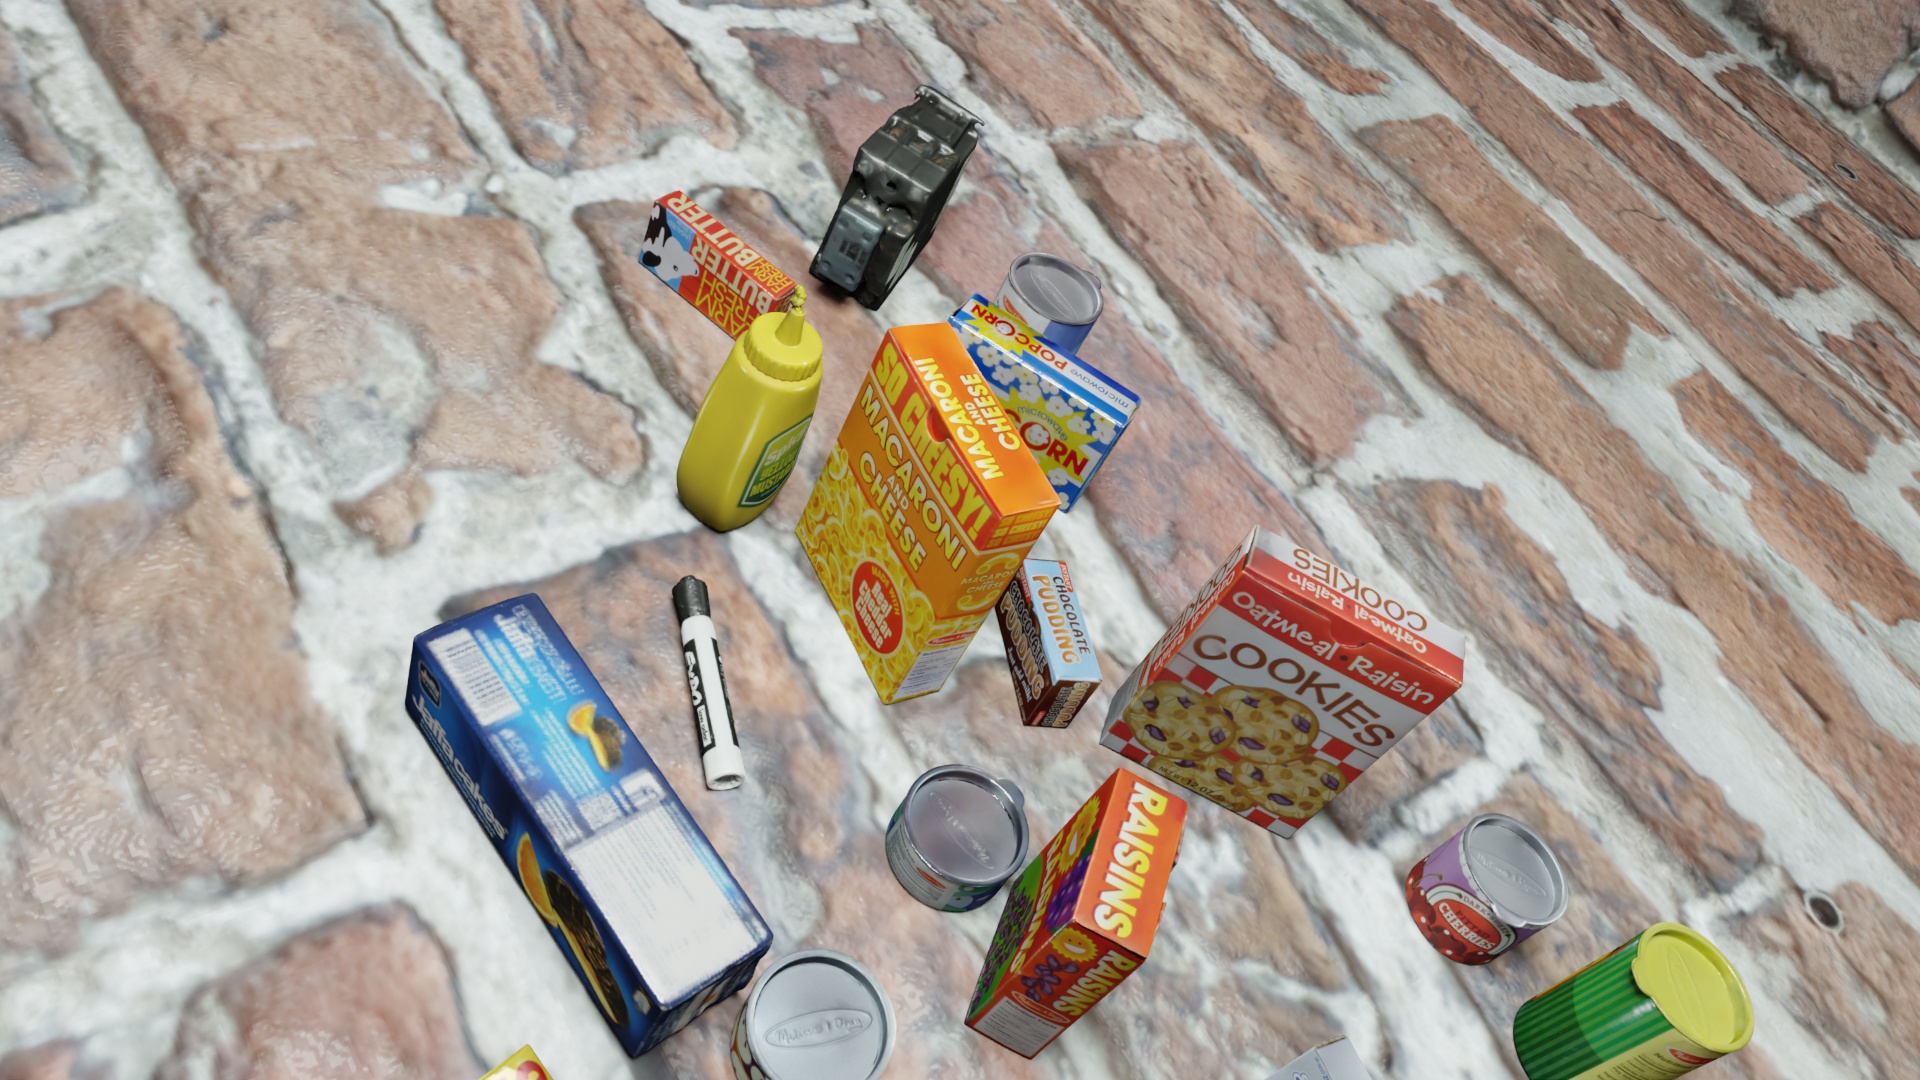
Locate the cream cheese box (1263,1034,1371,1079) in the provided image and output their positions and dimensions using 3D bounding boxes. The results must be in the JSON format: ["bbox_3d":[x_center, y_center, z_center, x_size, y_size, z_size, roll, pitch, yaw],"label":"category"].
[{"bbox_3d":[0.184,0.291,0.646,0.024,0.053,0.104,-7,56,-31],"label":"cream cheese box"}]

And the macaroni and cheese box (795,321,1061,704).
[{"bbox_3d":[-0.024,-0.011,0.722,0.040,0.165,0.124,-11,58,-33],"label":"macaroni and cheese box"}]

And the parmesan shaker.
[{"bbox_3d":[0.345,0.251,0.725,0.071,0.102,0.072,14,48,-16],"label":"parmesan shaker"}]

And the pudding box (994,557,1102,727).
[{"bbox_3d":[0.049,0.057,0.781,0.030,0.049,0.084,5,51,-23],"label":"pudding box"}]

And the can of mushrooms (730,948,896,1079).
[{"bbox_3d":[-0.064,0.217,0.600,0.071,0.033,0.071,14,47,-16],"label":"can of mushrooms"}]

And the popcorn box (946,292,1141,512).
[{"bbox_3d":[0.039,-0.085,0.874,0.127,0.084,0.038,33,45,3],"label":"popcorn box"}]

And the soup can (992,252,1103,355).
[{"bbox_3d":[0.050,-0.139,0.926,0.071,0.083,0.072,14,48,-16],"label":"soup can"}]

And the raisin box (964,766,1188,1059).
[{"bbox_3d":[0.053,0.172,0.633,0.040,0.122,0.086,29,45,-1],"label":"raisin box"}]

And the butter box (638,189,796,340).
[{"bbox_3d":[-0.153,-0.168,0.872,0.103,0.052,0.024,39,46,9],"label":"butter box"}]

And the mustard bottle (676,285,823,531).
[{"bbox_3d":[-0.106,-0.072,0.738,0.049,0.159,0.065,40,46,9],"label":"mustard bottle"}]

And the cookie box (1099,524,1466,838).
[{"bbox_3d":[0.166,0.081,0.737,0.123,0.166,0.040,28,45,-3],"label":"cookie box"}]

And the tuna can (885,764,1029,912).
[{"bbox_3d":[0.000,0.147,0.692,0.071,0.032,0.071,14,47,-16],"label":"tuna can"}]

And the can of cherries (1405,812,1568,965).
[{"bbox_3d":[0.292,0.197,0.776,0.071,0.058,0.072,14,48,-16],"label":"can of cherries"}]

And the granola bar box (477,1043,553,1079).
[{"bbox_3d":[-0.123,0.267,0.464,0.039,0.123,0.166,-28,68,-40],"label":"granola bar box"}]
